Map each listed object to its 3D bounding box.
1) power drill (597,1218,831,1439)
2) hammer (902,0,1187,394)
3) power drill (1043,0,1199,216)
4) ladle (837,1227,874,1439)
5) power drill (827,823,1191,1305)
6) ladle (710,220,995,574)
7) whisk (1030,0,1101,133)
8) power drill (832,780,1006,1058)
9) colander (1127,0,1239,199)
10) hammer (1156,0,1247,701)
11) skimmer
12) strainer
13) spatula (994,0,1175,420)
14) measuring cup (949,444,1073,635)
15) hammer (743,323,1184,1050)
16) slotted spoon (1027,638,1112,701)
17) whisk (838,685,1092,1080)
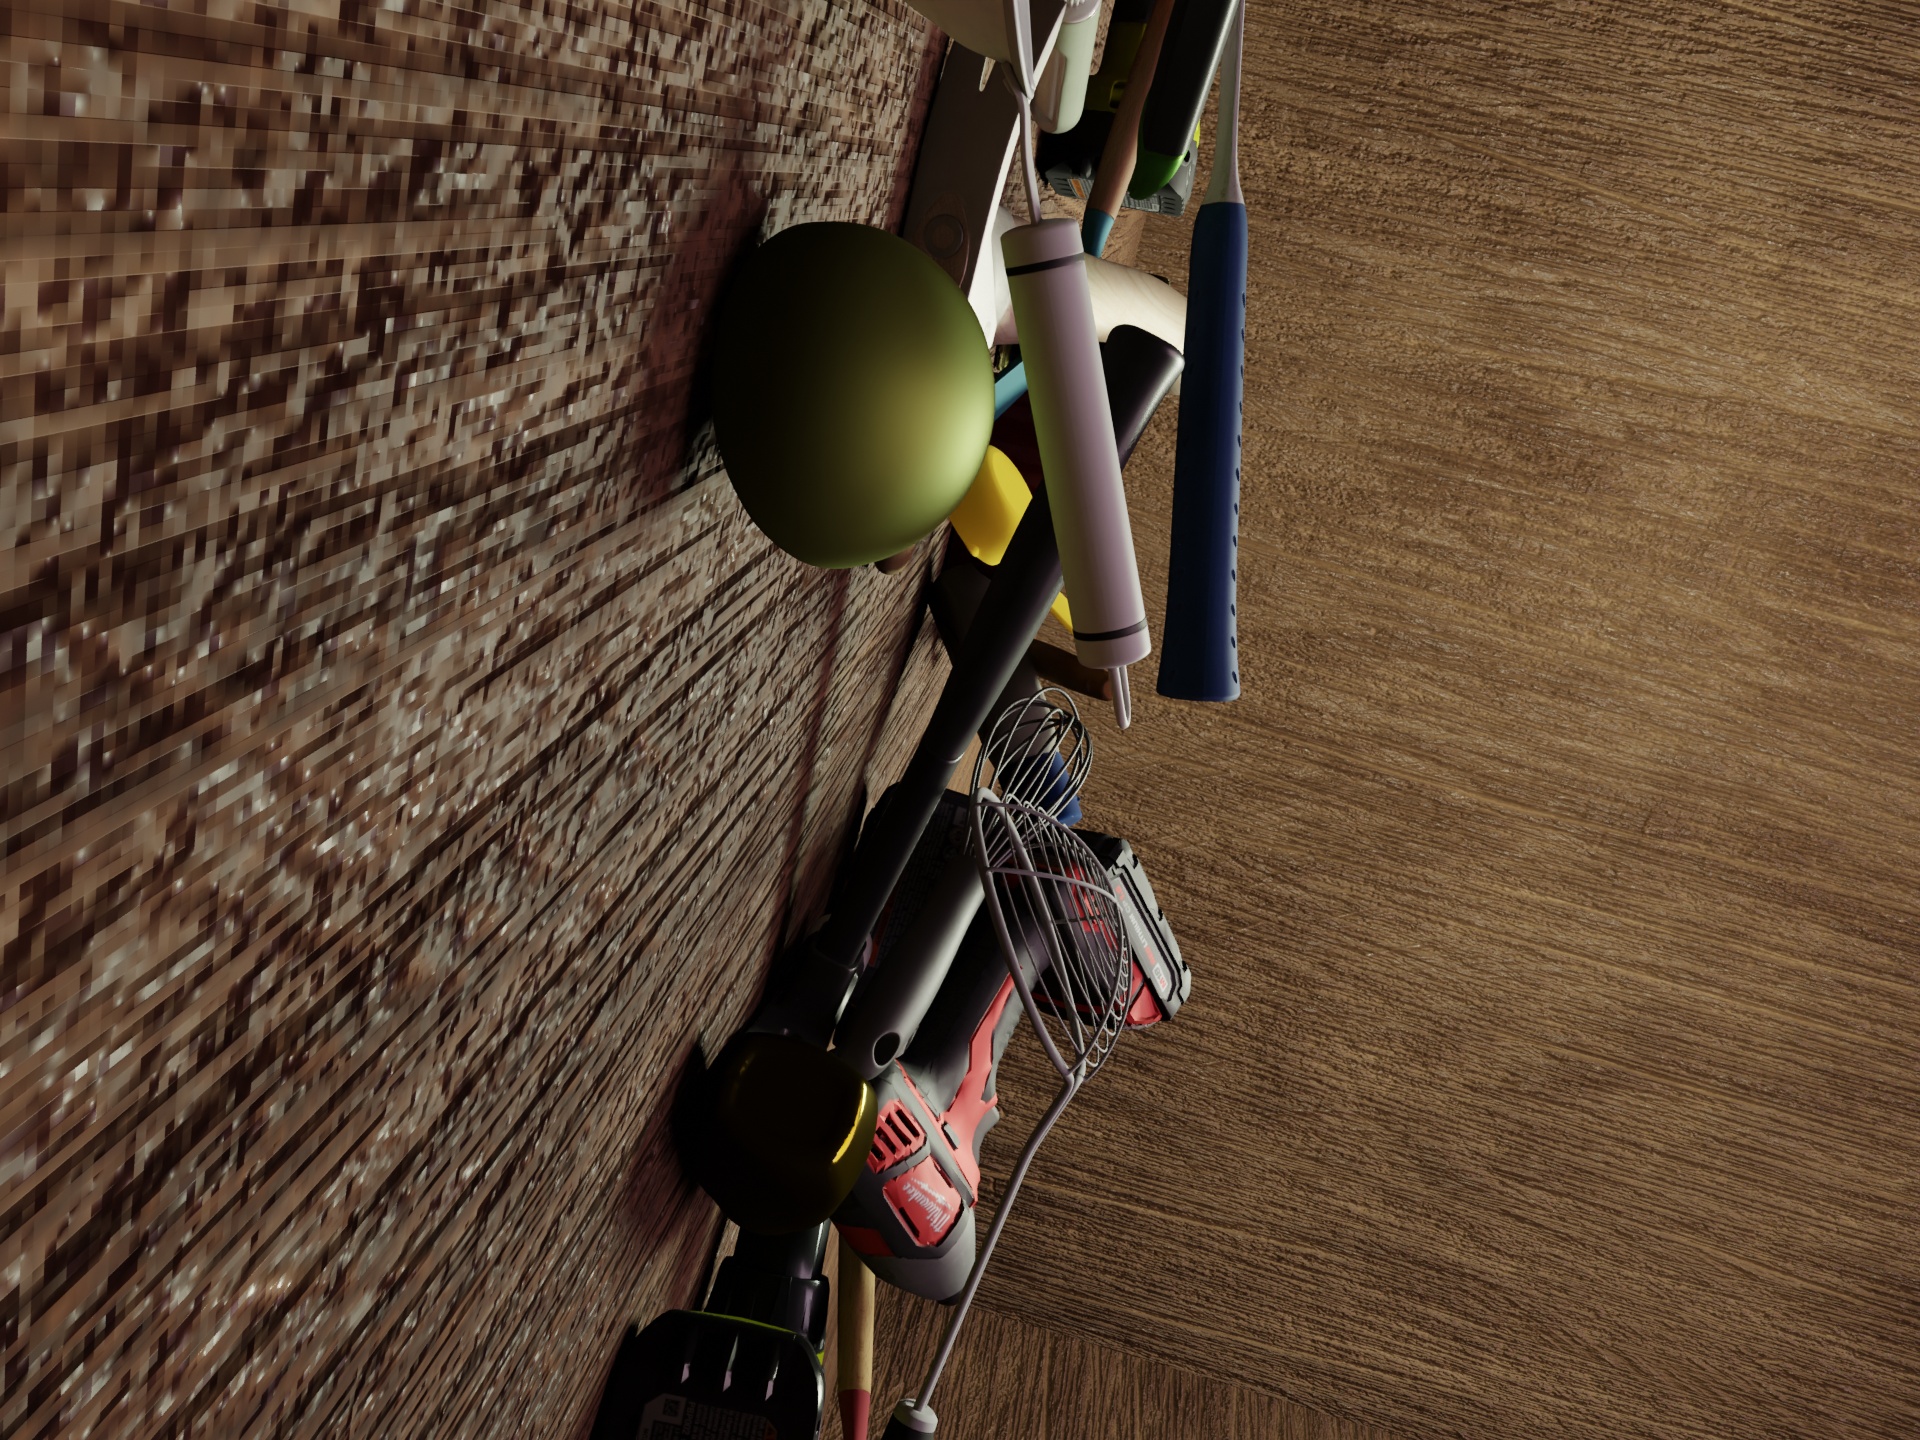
[{"bbox_3d":[-0.094,0.289,0.659,0.228,0.080,0.191,98,3,-78],"label":"power drill"},{"bbox_3d":[0.065,-0.192,0.695,0.410,0.038,0.146,-25,131,-68],"label":"hammer"},{"bbox_3d":[0.108,-0.398,0.862,0.171,0.080,0.223,-54,156,-77],"label":"power drill"},{"bbox_3d":[-0.047,0.282,0.730,0.069,0.031,0.316,102,-10,-46],"label":"ladle"},{"bbox_3d":[0.015,0.164,0.760,0.220,0.078,0.143,-47,124,-34],"label":"power drill"},{"bbox_3d":[-0.031,-0.070,0.484,0.320,0.062,0.078,158,-63,-86],"label":"ladle"},{"bbox_3d":[0.044,-0.291,0.628,0.059,0.058,0.246,-40,178,-2],"label":"whisk"},{"bbox_3d":[-0.036,0.142,0.912,0.226,0.084,0.185,108,0,-72],"label":"power drill"},{"bbox_3d":[0.052,-0.273,0.418,0.397,0.094,0.205,105,-1,-73],"label":"colander"},{"bbox_3d":[0.103,-0.211,0.622,0.144,0.035,0.405,-120,-149,-79],"label":"hammer"},{"bbox_3d":[-0.019,0.208,0.642,0.363,0.090,0.127,-67,161,-9],"label":"skimmer"},{"bbox_3d":[0.015,-0.118,0.371,0.087,0.050,0.258,-74,153,-71],"label":"strainer"},{"bbox_3d":[0.065,-0.270,0.762,0.082,0.044,0.317,32,78,-86],"label":"spatula"},{"bbox_3d":[0.044,-0.079,0.794,0.029,0.156,0.062,-29,-141,24],"label":"measuring cup"},{"bbox_3d":[-0.001,-0.002,0.641,0.334,0.035,0.146,-63,180,18],"label":"hammer"},{"bbox_3d":[0.037,-0.042,0.924,0.314,0.031,0.070,-144,-134,-74],"label":"slotted spoon"},{"bbox_3d":[0.004,0.069,0.735,0.055,0.055,0.239,101,16,-48],"label":"whisk"}]
